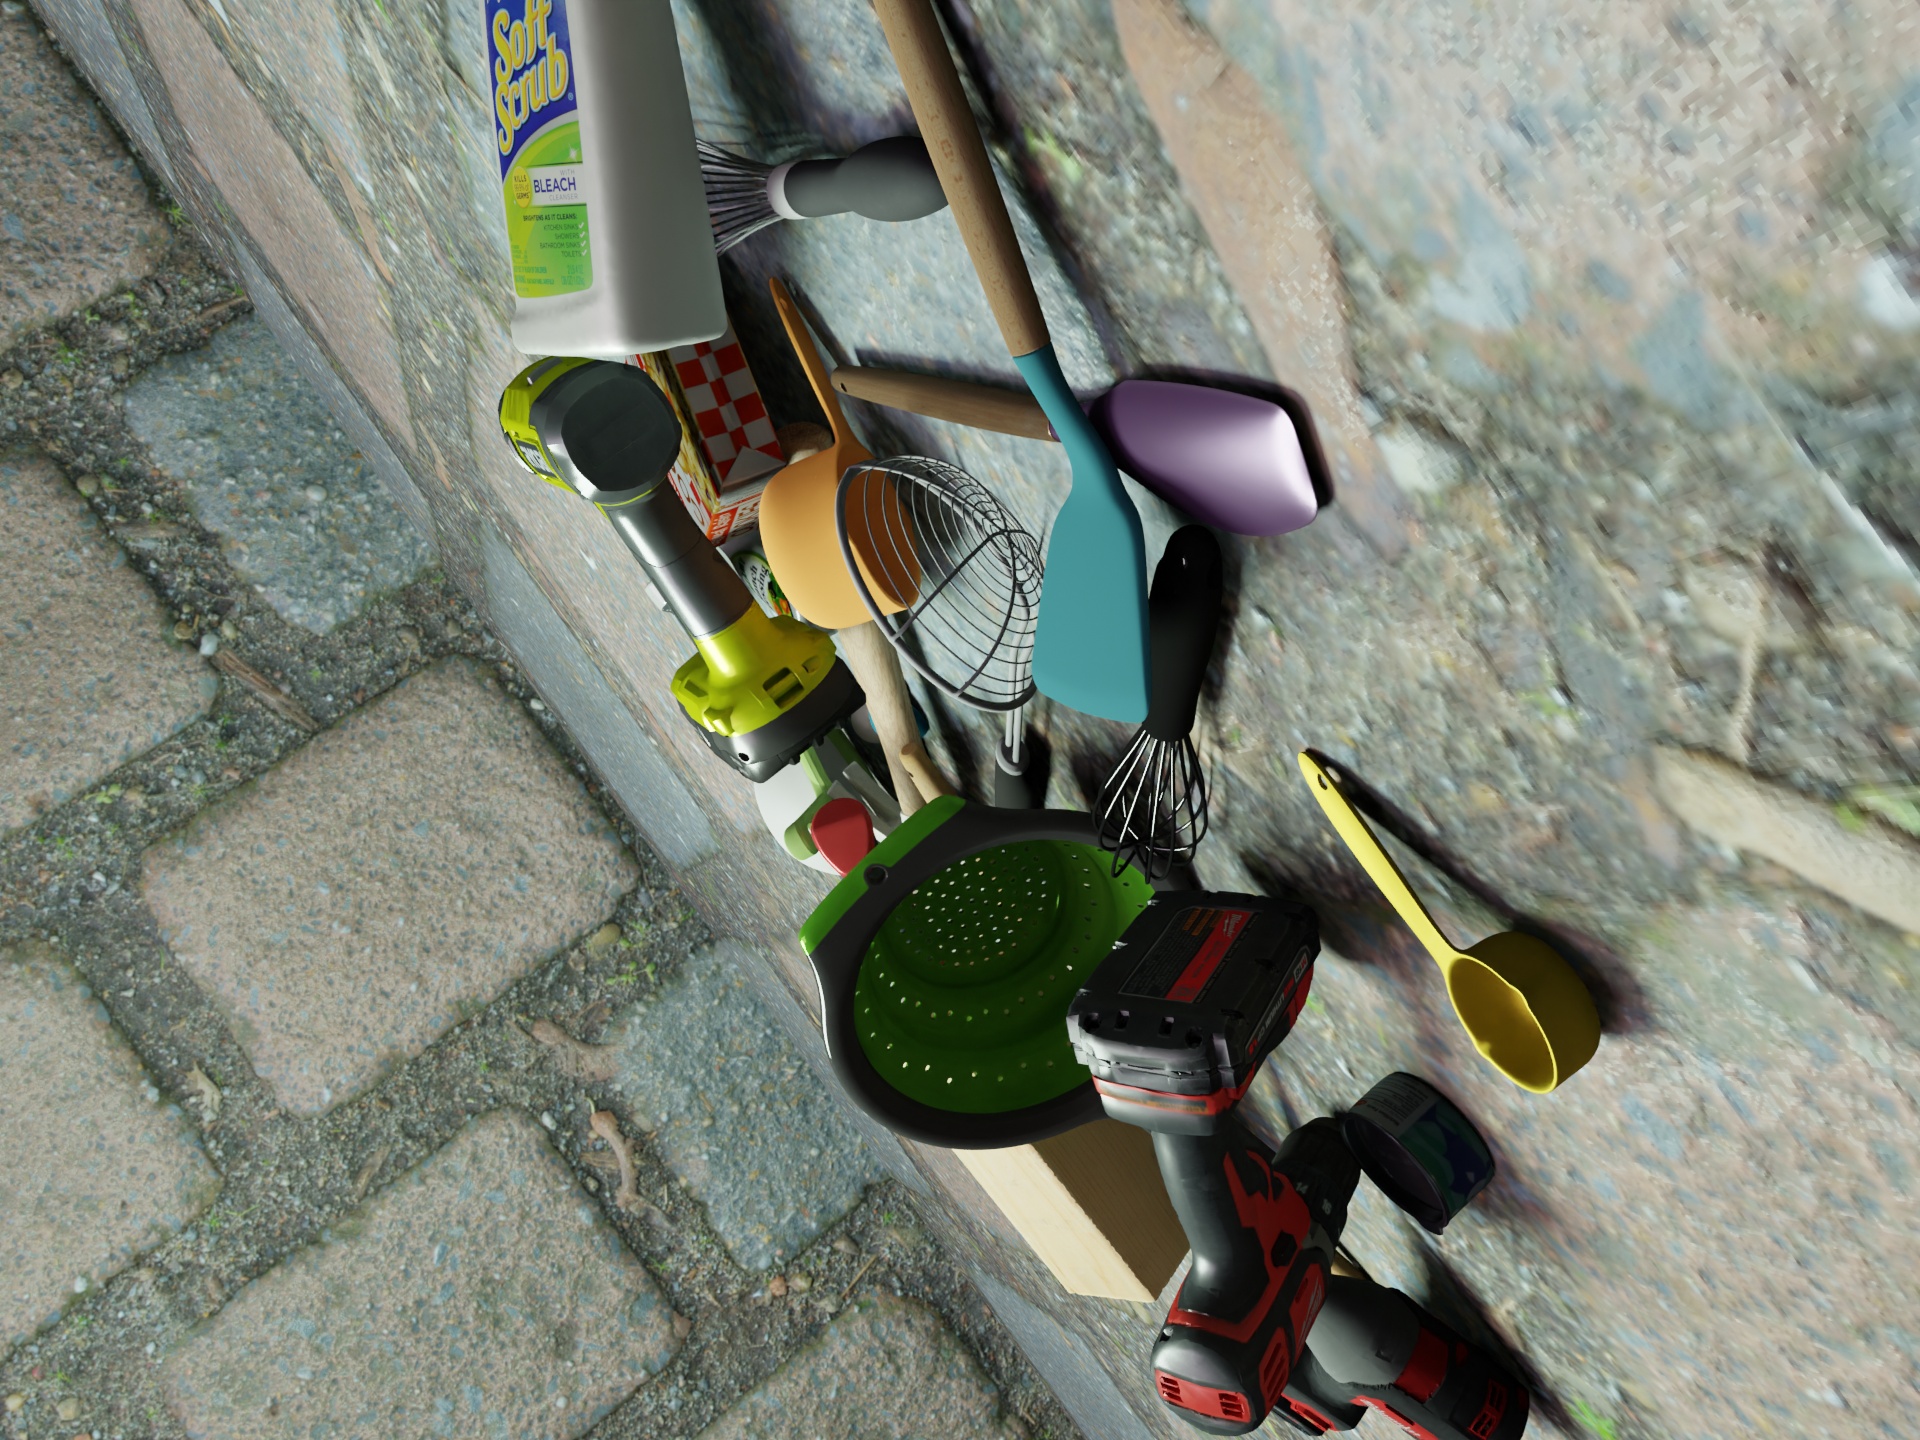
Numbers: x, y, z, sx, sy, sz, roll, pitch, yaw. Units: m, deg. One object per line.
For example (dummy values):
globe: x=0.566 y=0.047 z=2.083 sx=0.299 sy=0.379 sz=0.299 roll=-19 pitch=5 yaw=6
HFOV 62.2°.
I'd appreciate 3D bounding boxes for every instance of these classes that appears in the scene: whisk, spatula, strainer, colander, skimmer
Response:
whisk: x=0.085 y=0.001 z=0.672 sx=0.055 sy=0.055 sz=0.238 roll=44 pitch=157 yaw=26
spatula: x=0.008 y=-0.149 z=0.551 sx=0.082 sy=0.044 sz=0.317 roll=21 pitch=138 yaw=61
strainer: x=-0.107 y=0.069 z=1.090 sx=0.151 sy=0.069 sz=0.256 roll=58 pitch=-171 yaw=-4
whisk: x=-0.084 y=-0.224 z=0.673 sx=0.285 sy=0.070 sz=0.070 roll=20 pitch=143 yaw=52
spatula: x=0.027 y=-0.120 z=0.635 sx=0.316 sy=0.018 sz=0.059 roll=27 pitch=148 yaw=53
colander: x=0.071 y=0.167 z=0.883 sx=0.396 sy=0.204 sz=0.095 roll=43 pitch=-173 yaw=-29
skimmer: x=-0.001 y=-0.003 z=0.811 sx=0.363 sy=0.090 sz=0.127 roll=87 pitch=168 yaw=-63

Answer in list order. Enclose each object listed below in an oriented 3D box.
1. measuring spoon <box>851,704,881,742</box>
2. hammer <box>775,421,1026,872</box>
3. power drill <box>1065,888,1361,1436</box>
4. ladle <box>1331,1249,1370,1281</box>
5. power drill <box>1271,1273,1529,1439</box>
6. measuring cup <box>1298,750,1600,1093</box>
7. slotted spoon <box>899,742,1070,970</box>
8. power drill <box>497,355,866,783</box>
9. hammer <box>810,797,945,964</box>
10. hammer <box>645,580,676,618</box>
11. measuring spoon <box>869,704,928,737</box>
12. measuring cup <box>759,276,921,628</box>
measuring spoon: x=-0.055 y=-0.007 z=1.061 sx=0.034 sy=0.018 sz=0.124 roll=53 pitch=162 yaw=2
hammer: x=-0.051 y=-0.029 z=0.947 sx=0.130 sy=0.031 sz=0.331 roll=13 pitch=137 yaw=33
power drill: x=0.136 y=0.192 z=0.751 sx=0.080 sy=0.188 sz=0.226 roll=2 pitch=117 yaw=33
ladle: x=0.126 y=0.254 z=1.007 sx=0.315 sy=0.031 sz=0.069 roll=37 pitch=156 yaw=14
power drill: x=0.218 y=0.367 z=0.935 sx=0.143 sy=0.078 sz=0.219 roll=35 pitch=159 yaw=-1
measuring cup: x=0.182 y=0.067 z=0.599 sx=0.157 sy=0.029 sz=0.062 roll=58 pitch=166 yaw=28
slotted spoon: x=0.040 y=0.121 z=0.985 sx=0.070 sy=0.031 sz=0.313 roll=28 pitch=157 yaw=50
power drill: x=-0.158 y=-0.089 z=0.834 sx=0.228 sy=0.080 sz=0.191 roll=58 pitch=165 yaw=-26
hammer: x=-0.023 y=0.157 z=1.100 sx=0.385 sy=0.038 sz=0.143 roll=65 pitch=-171 yaw=-50
hammer: x=-0.177 y=-0.069 z=1.122 sx=0.149 sy=0.036 sz=0.409 roll=52 pitch=173 yaw=-3
measuring spoon: x=-0.035 y=0.028 z=1.058 sx=0.042 sy=0.021 sz=0.128 roll=22 pitch=151 yaw=27
measuring cup: x=-0.077 y=-0.128 z=0.786 sx=0.173 sy=0.052 sz=0.095 roll=68 pitch=-160 yaw=-4
